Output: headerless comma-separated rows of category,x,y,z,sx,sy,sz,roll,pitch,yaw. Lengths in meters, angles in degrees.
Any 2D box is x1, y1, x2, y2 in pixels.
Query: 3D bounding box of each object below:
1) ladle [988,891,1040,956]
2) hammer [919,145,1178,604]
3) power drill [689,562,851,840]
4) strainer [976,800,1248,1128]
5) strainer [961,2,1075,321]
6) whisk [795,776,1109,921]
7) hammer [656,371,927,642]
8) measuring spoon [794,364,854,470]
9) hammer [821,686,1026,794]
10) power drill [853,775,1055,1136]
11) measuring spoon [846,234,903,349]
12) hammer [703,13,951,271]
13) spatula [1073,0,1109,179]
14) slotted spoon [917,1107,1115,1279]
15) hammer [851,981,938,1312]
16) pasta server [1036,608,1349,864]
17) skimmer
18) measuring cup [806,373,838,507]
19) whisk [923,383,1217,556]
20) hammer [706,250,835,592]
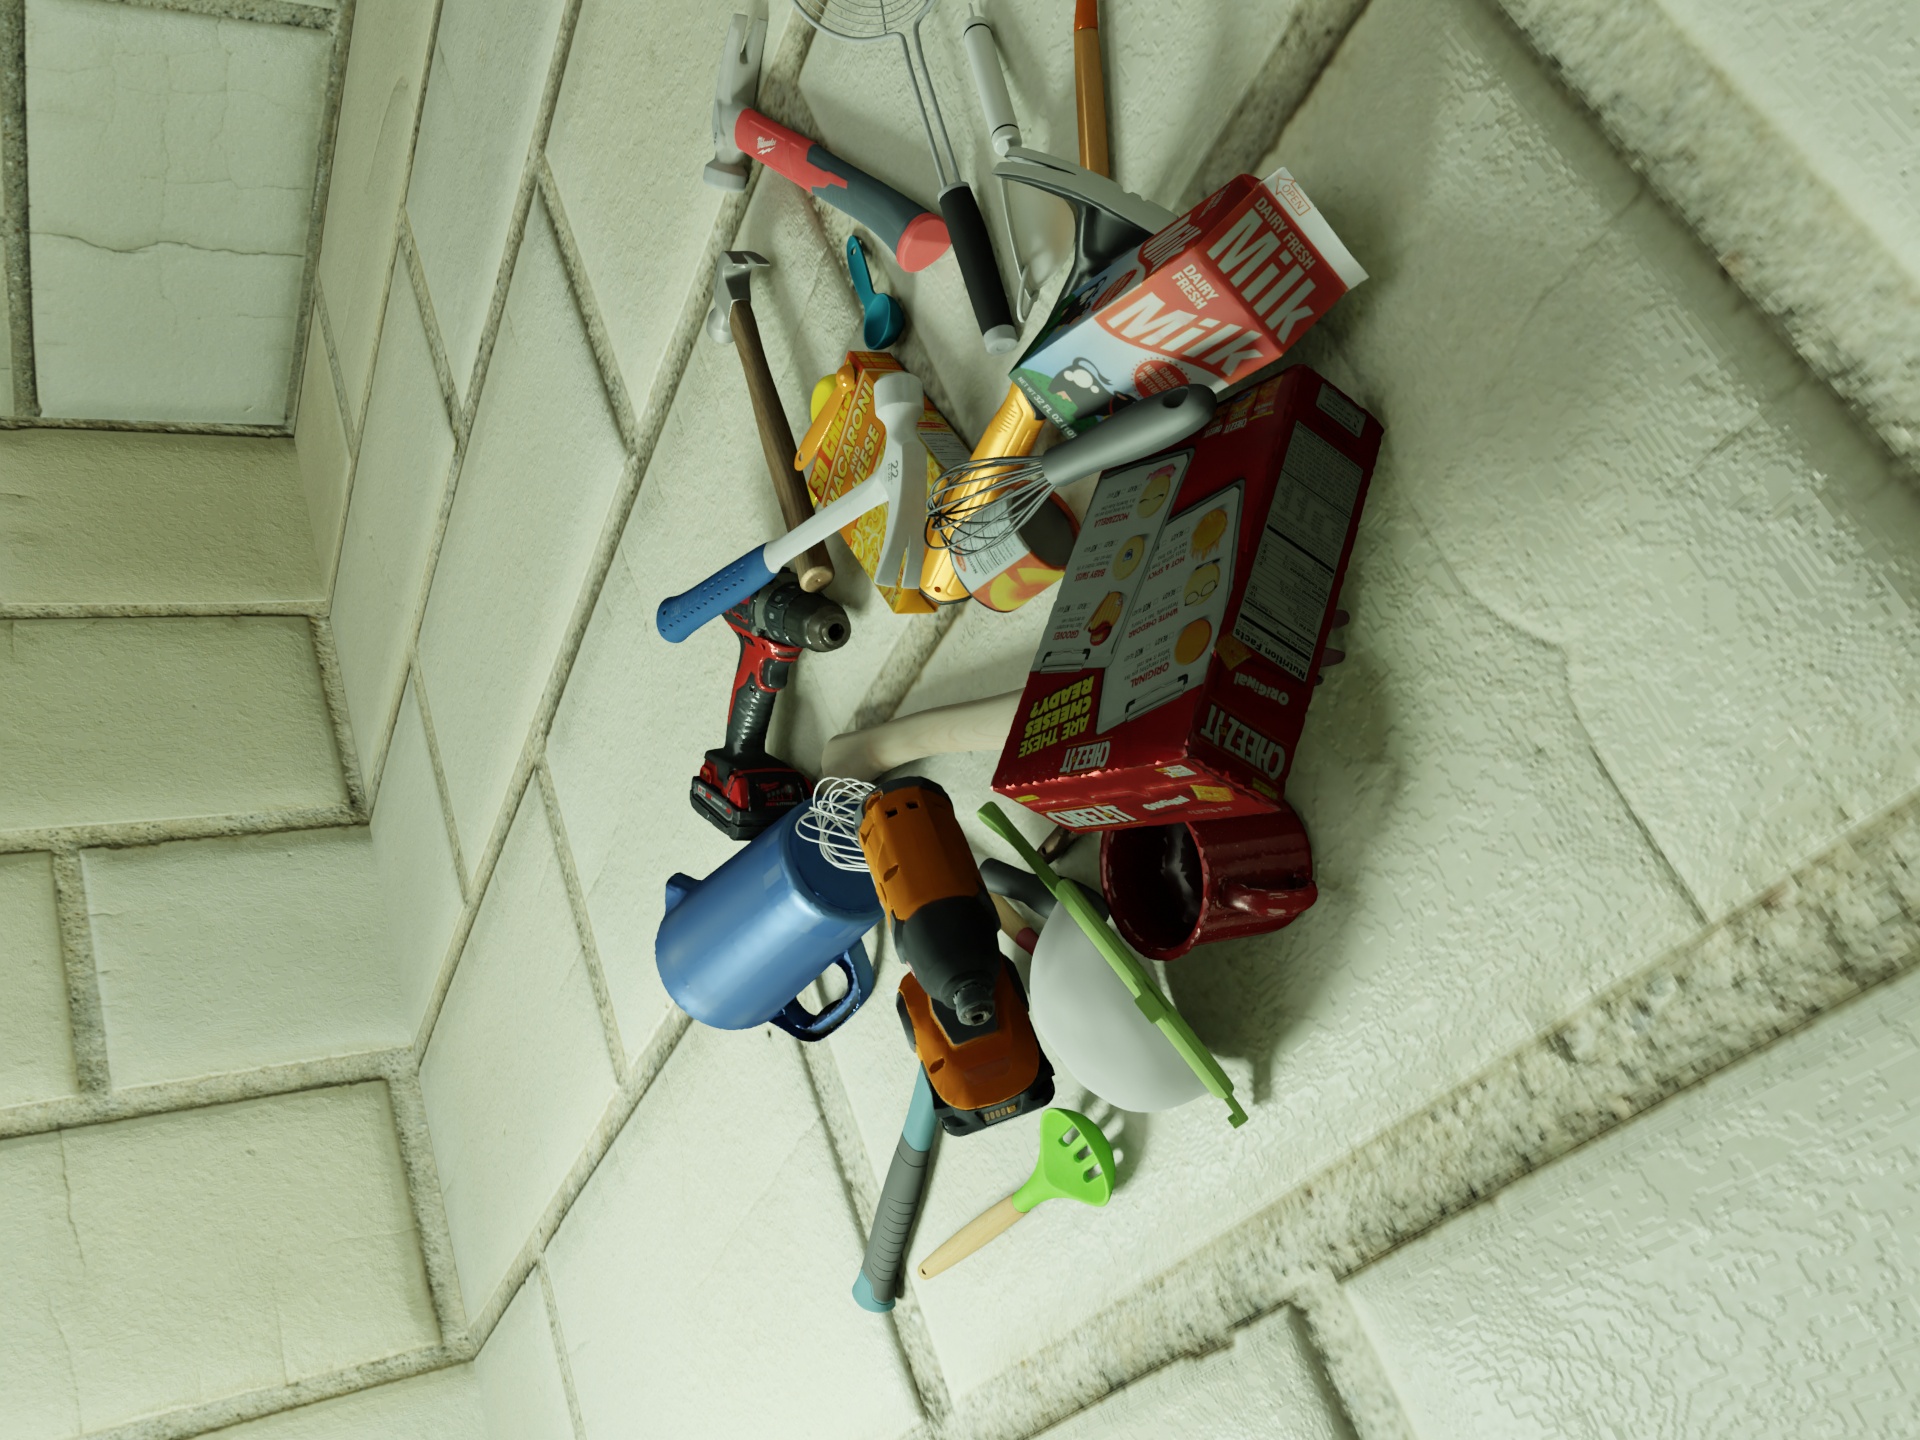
ladle,0.032,0.134,1.090,0.316,0.031,0.069,39,129,52
hammer,0.030,-0.193,0.998,0.034,0.127,0.336,-64,2,-41
power drill,-0.155,-0.015,1.334,0.188,0.080,0.226,25,111,55
strainer,0.057,0.139,0.930,0.257,0.069,0.151,48,177,46
strainer,0.033,-0.367,1.018,0.086,0.050,0.259,50,-155,-64
whisk,-0.011,0.095,1.092,0.285,0.070,0.070,16,107,43
hammer,-0.140,-0.123,1.221,0.405,0.035,0.144,-21,68,54
measuring spoon,-0.107,-0.228,1.209,0.117,0.011,0.021,-49,52,49
hammer,-0.002,-0.004,1.105,0.411,0.038,0.146,-13,67,62
power drill,-0.001,0.163,0.981,0.226,0.084,0.164,76,173,-46
measuring spoon,-0.065,-0.328,1.211,0.042,0.021,0.129,-55,39,39
hammer,-0.108,-0.445,1.243,0.387,0.038,0.143,46,129,47
spatula,0.069,-0.390,0.956,0.081,0.041,0.322,-1,93,58
slotted spoon,0.032,0.342,1.111,0.070,0.031,0.313,56,142,17
hammer,-0.036,0.330,1.214,0.128,0.033,0.330,46,131,45
pasta server,0.120,0.014,0.934,0.316,0.040,0.060,-52,50,53
skimmer,-0.035,-0.419,1.075,0.127,0.090,0.363,-23,74,24
measuring cup,-0.117,-0.215,1.288,0.156,0.029,0.062,-57,47,44
whisk,0.053,-0.138,0.874,0.239,0.055,0.055,-16,80,53
hammer,-0.157,-0.253,1.315,0.130,0.031,0.332,116,141,-57
